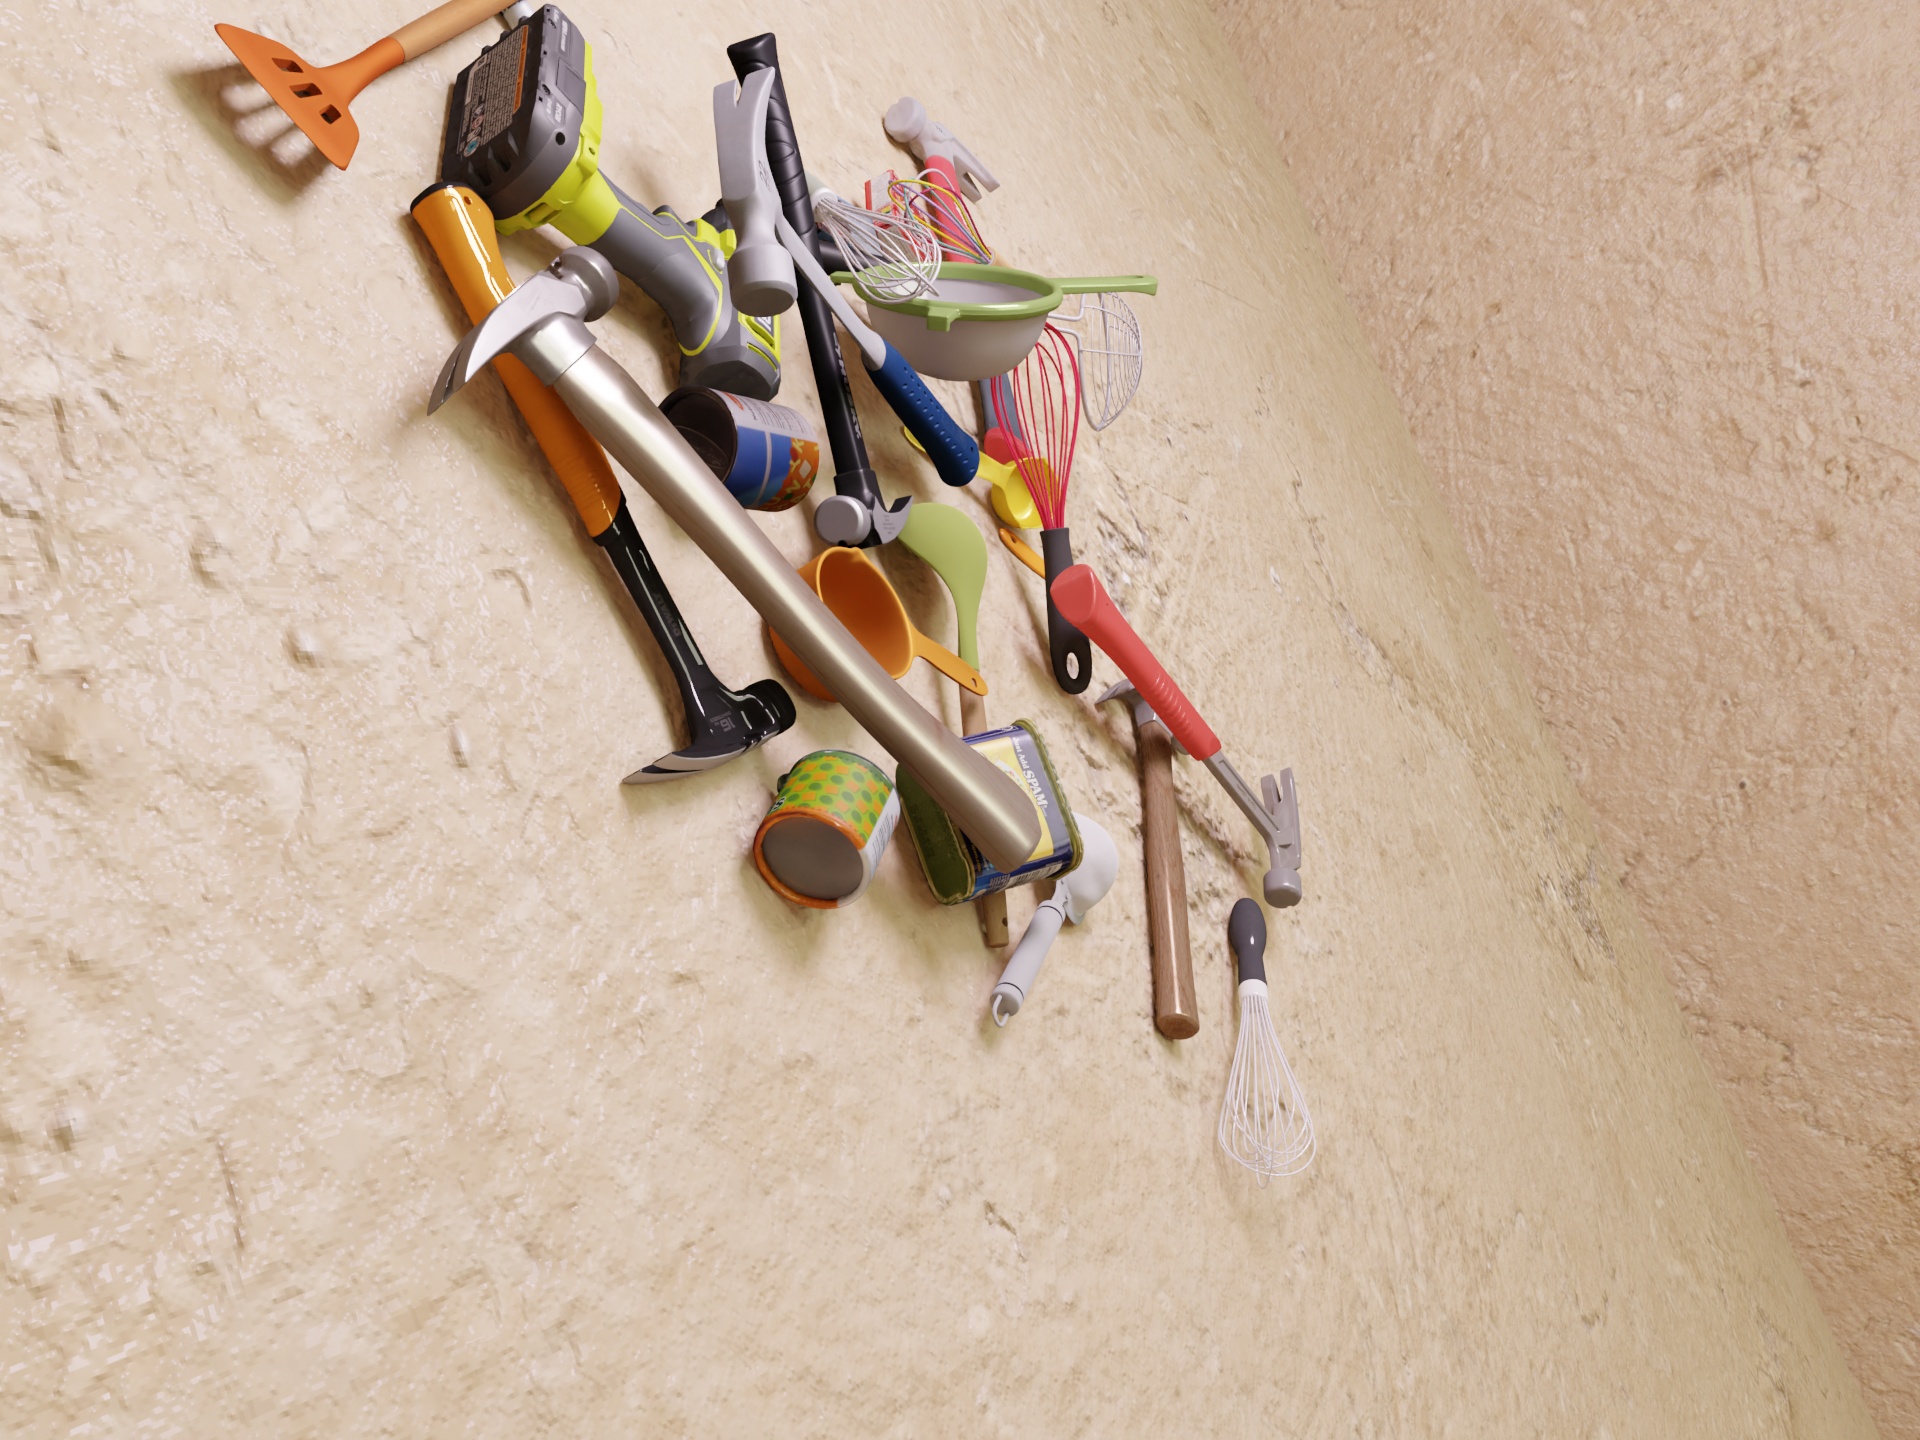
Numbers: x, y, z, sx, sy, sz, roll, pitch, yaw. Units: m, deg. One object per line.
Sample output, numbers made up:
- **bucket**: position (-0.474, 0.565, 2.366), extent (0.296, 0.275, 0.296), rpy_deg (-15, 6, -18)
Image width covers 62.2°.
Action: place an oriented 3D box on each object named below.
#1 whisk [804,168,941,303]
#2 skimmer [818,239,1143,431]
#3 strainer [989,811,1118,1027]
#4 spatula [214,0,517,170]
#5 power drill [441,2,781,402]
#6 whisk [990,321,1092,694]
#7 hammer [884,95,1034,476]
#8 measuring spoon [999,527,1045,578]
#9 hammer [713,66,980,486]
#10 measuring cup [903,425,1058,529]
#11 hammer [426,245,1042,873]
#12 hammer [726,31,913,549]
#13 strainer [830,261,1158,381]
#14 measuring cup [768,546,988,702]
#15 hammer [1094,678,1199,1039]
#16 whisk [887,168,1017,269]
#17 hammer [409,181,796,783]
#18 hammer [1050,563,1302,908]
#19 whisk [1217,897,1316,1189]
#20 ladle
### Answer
- **whisk**: position (-0.090, -0.352, 1.098), extent (0.247, 0.058, 0.059), rpy_deg (46, 10, 35)
- **skimmer**: position (0.009, -0.323, 1.277), extent (0.363, 0.090, 0.127), rpy_deg (6, 83, -34)
- **strainer**: position (0.063, 0.124, 1.035), extent (0.258, 0.050, 0.086), rpy_deg (-53, 130, -59)
- **spatula**: position (-0.292, -0.377, 0.869), extent (0.081, 0.041, 0.323), rpy_deg (50, 36, -22)
- **power drill**: position (-0.194, -0.306, 0.954), extent (0.223, 0.080, 0.171), rpy_deg (36, 38, -46)
- **whisk**: position (0.071, -0.167, 1.230), extent (0.073, 0.073, 0.296), rpy_deg (-11, 94, -61)
- **hammer**: position (0.018, -0.368, 1.394), extent (0.143, 0.038, 0.387), rpy_deg (25, 46, -51)
- **measuring spoon**: position (0.070, -0.127, 1.299), extent (0.116, 0.011, 0.021), rpy_deg (34, 39, -42)
- **hammer**: position (-0.058, -0.239, 0.988), extent (0.405, 0.035, 0.144), rpy_deg (36, 43, -70)
- **measuring cup**: position (0.012, -0.197, 1.250), extent (0.156, 0.029, 0.062), rpy_deg (22, 81, -33)
- **hammer**: position (-0.098, -0.060, 0.846), extent (0.410, 0.038, 0.146), rpy_deg (48, 37, -19)
- **hammer**: position (-0.094, -0.274, 1.022), extent (0.146, 0.035, 0.335), rpy_deg (-28, 105, -77)
- **strainer**: position (0.040, -0.292, 1.170), extent (0.256, 0.069, 0.152), rpy_deg (-12, 30, -32)
- **measuring cup**: position (-0.050, -0.040, 0.987), extent (0.173, 0.052, 0.095), rpy_deg (30, 42, -48)
- **hammer**: position (0.157, 0.094, 1.234), extent (0.129, 0.031, 0.332), rpy_deg (41, 35, -35)
- **whisk**: position (0.014, -0.389, 1.314), extent (0.244, 0.047, 0.051), rpy_deg (17, 51, -61)
- **hammer**: position (-0.200, -0.127, 0.830), extent (0.337, 0.034, 0.127), rpy_deg (62, 27, -1)
- **hammer**: position (0.183, -0.003, 1.280), extent (0.358, 0.036, 0.149), rpy_deg (47, 33, -34)
- **whisk**: position (0.225, 0.234, 1.210), extent (0.070, 0.070, 0.285), rpy_deg (49, 26, -24)
- **ladle**: position (-0.002, -0.003, 1.059), extent (0.078, 0.062, 0.320), rpy_deg (23, 54, -51)
